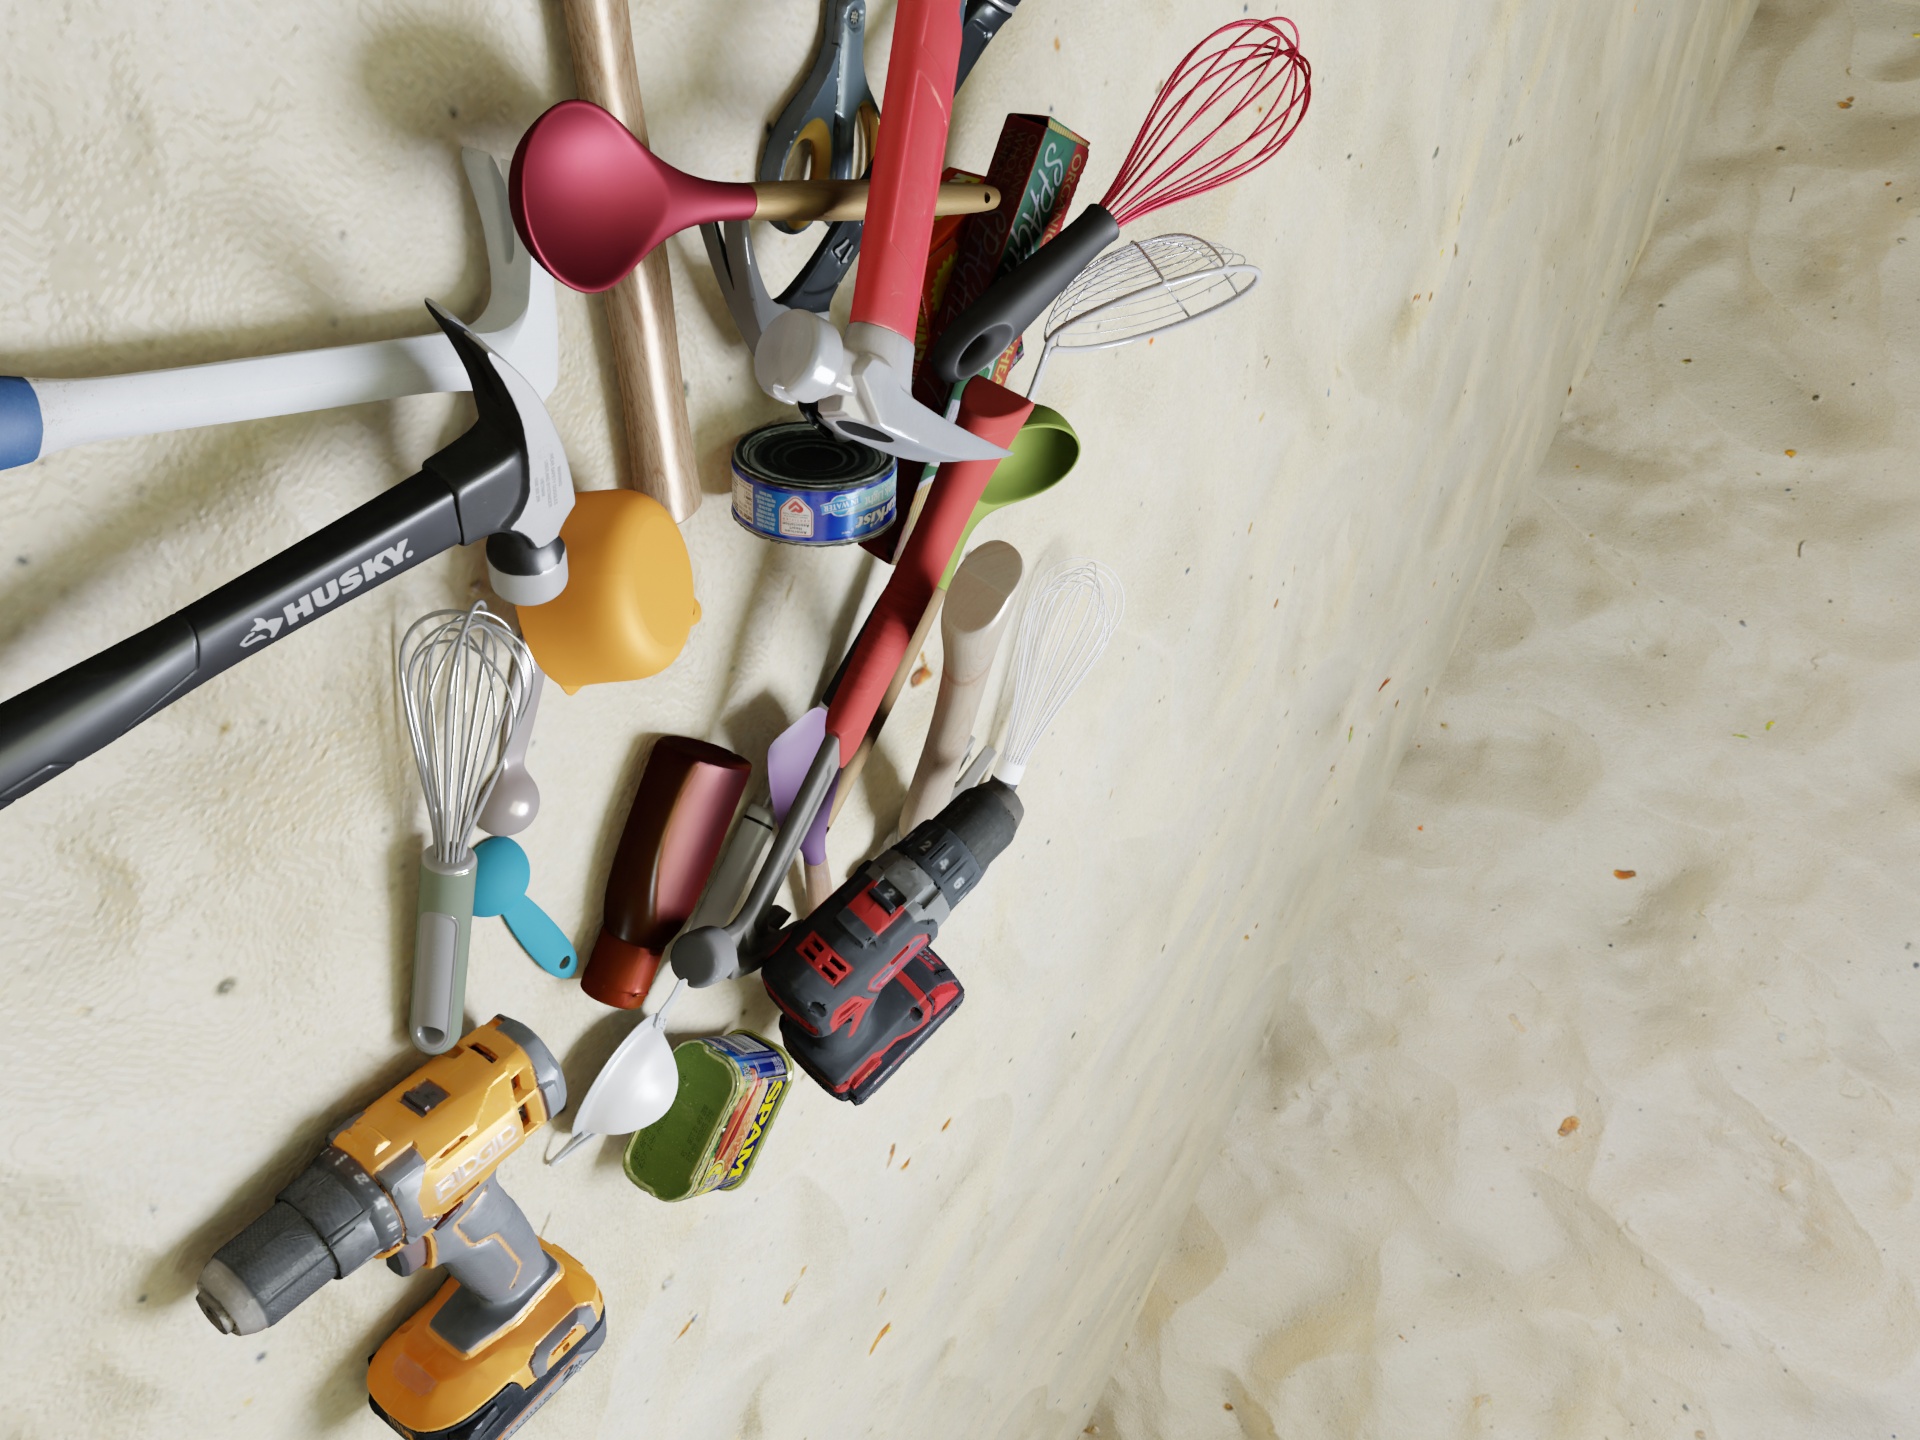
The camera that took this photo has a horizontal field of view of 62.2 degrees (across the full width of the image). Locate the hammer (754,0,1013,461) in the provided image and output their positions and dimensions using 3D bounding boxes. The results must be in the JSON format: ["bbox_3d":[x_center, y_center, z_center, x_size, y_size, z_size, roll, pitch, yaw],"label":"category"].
[{"bbox_3d":[-0.003,-0.312,0.716,0.143,0.038,0.386,14,83,-51],"label":"hammer"}]

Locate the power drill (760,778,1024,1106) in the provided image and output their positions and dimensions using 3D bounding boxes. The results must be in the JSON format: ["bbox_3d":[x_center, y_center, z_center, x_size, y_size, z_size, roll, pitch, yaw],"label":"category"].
[{"bbox_3d":[-0.039,0.140,1.002,0.188,0.080,0.226,-43,163,-21],"label":"power drill"}]

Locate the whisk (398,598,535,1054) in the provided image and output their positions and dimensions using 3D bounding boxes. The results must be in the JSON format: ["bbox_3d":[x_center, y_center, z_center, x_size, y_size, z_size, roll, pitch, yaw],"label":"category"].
[{"bbox_3d":[-0.230,0.056,0.719,0.059,0.058,0.246,-90,-168,-61],"label":"whisk"}]

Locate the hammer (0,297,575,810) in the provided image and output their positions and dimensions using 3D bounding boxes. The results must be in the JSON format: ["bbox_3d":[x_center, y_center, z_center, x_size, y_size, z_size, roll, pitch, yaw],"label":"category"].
[{"bbox_3d":[-0.271,-0.020,0.529,0.335,0.035,0.146,-39,158,-30],"label":"hammer"}]

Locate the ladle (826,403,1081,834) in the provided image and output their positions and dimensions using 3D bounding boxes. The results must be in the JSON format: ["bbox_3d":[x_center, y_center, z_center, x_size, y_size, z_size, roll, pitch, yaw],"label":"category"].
[{"bbox_3d":[-0.018,-0.058,1.021,0.078,0.062,0.320,25,92,-54],"label":"ladle"}]

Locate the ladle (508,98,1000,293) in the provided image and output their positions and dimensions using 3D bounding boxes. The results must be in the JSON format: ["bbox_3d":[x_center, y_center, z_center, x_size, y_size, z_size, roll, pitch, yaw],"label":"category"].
[{"bbox_3d":[-0.075,-0.226,0.688,0.315,0.031,0.069,-24,121,-51],"label":"ladle"}]

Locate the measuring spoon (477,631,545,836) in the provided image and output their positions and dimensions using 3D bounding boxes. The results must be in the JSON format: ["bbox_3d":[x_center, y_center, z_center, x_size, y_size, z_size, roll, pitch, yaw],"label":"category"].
[{"bbox_3d":[-0.203,0.000,0.752,0.034,0.018,0.124,-15,124,-59],"label":"measuring spoon"}]

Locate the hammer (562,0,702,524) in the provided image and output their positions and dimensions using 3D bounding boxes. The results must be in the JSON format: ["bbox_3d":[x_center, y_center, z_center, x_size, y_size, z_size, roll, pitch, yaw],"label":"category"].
[{"bbox_3d":[-0.142,-0.223,0.662,0.130,0.031,0.331,-44,148,-39],"label":"hammer"}]

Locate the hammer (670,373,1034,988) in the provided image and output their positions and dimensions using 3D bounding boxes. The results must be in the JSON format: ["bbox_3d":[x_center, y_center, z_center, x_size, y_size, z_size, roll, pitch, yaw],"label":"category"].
[{"bbox_3d":[-0.051,-0.019,0.883,0.359,0.037,0.149,-64,167,12],"label":"hammer"}]

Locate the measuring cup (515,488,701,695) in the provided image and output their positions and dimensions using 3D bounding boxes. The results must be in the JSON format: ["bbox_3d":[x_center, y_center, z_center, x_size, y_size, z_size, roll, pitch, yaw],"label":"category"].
[{"bbox_3d":[-0.143,-0.060,0.753,0.173,0.052,0.095,2,84,-73],"label":"measuring cup"}]

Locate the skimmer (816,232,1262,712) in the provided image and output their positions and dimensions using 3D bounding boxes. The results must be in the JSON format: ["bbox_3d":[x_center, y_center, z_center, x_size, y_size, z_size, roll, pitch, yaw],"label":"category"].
[{"bbox_3d":[0.039,-0.131,0.944,0.363,0.090,0.127,-57,171,11],"label":"skimmer"}]

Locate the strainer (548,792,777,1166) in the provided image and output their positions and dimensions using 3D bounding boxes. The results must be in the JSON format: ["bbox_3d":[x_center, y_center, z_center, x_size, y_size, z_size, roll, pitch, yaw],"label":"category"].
[{"bbox_3d":[-0.163,0.153,0.942,0.086,0.050,0.258,71,43,-77],"label":"strainer"}]

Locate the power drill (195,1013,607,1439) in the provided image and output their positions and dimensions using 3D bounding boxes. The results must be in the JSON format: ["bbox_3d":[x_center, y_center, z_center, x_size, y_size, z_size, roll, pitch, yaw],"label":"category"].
[{"bbox_3d":[-0.271,0.281,0.800,0.185,0.084,0.226,-38,140,-41],"label":"power drill"}]

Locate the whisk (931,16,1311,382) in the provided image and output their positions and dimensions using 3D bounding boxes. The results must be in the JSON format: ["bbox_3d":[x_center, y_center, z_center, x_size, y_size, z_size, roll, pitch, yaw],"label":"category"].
[{"bbox_3d":[0.090,-0.280,0.856,0.296,0.073,0.073,-45,150,-14],"label":"whisk"}]

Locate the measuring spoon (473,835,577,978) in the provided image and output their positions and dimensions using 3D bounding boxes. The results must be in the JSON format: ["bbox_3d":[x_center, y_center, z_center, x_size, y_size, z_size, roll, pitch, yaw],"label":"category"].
[{"bbox_3d":[-0.216,0.104,0.811,0.042,0.021,0.128,-54,151,-23],"label":"measuring spoon"}]

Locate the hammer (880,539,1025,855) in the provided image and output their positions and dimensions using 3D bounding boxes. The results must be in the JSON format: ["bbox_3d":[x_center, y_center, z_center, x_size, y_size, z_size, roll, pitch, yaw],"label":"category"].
[{"bbox_3d":[-0.002,-0.003,0.968,0.146,0.038,0.410,-55,173,-23],"label":"hammer"}]

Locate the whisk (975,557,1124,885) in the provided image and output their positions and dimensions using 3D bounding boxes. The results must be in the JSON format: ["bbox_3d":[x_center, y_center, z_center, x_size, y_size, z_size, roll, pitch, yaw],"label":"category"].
[{"bbox_3d":[0.050,0.009,1.215,0.070,0.070,0.284,-7,122,-61],"label":"whisk"}]

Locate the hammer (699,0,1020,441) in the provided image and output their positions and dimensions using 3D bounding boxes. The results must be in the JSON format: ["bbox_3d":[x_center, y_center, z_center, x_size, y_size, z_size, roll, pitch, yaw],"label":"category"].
[{"bbox_3d":[0.003,-0.345,0.788,0.409,0.036,0.149,-61,149,-9],"label":"hammer"}]

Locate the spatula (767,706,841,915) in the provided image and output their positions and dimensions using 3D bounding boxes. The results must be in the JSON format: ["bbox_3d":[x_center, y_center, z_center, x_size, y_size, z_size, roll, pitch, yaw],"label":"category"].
[{"bbox_3d":[-0.091,0.102,1.033,0.060,0.018,0.315,-41,151,-30],"label":"spatula"}]

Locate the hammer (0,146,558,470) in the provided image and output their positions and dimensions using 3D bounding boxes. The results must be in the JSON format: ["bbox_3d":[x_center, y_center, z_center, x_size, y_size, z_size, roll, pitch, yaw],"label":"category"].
[{"bbox_3d":[-0.280,-0.101,0.495,0.405,0.035,0.144,-28,136,-53],"label":"hammer"}]
